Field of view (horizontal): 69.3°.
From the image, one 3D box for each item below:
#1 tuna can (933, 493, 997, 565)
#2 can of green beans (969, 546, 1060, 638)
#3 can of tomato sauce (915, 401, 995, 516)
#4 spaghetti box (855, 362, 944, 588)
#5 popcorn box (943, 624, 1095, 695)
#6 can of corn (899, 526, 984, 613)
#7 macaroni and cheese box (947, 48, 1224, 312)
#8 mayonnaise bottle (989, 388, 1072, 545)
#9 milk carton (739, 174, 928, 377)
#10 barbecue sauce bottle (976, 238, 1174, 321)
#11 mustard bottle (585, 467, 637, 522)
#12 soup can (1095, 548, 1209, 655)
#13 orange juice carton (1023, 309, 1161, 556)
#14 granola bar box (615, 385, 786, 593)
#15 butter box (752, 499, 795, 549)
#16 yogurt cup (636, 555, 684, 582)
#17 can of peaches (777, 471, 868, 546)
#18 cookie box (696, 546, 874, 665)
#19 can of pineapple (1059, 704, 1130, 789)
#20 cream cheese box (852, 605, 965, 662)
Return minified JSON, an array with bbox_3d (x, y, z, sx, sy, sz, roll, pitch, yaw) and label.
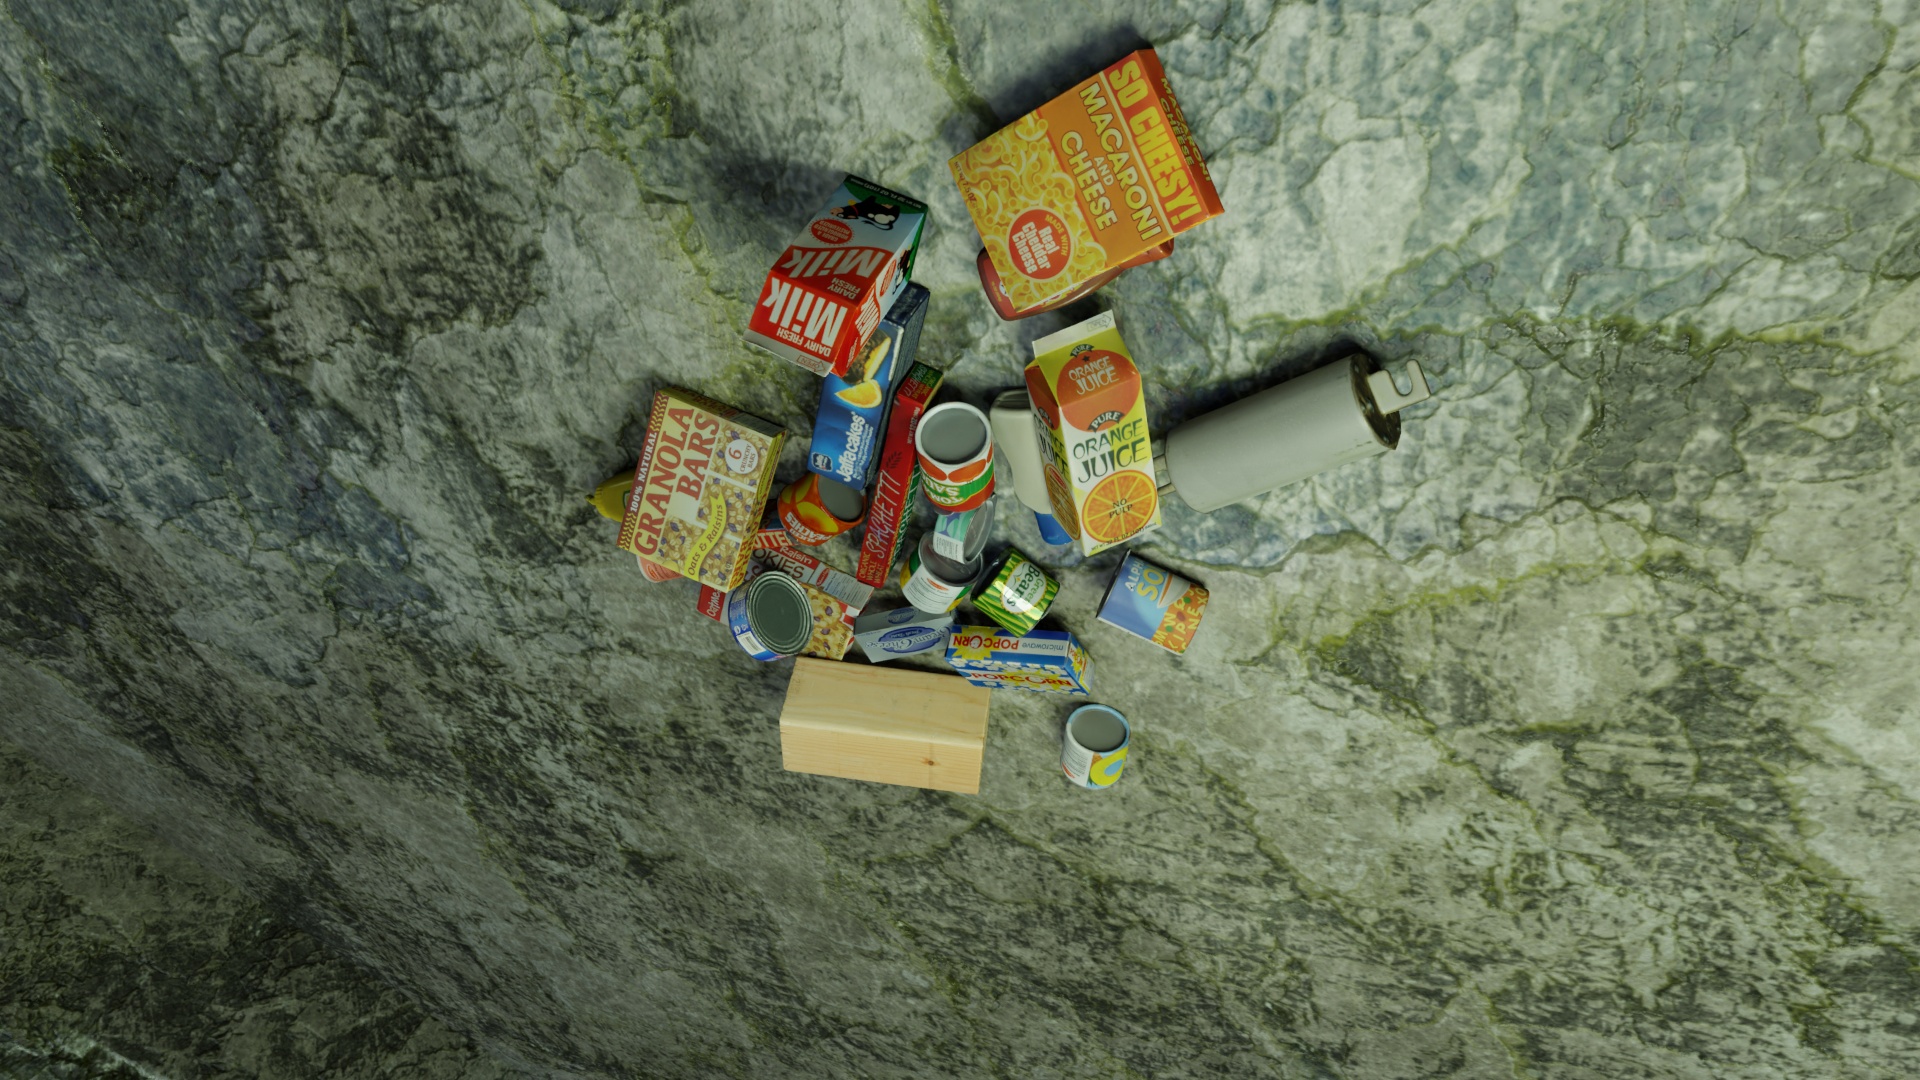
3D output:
[{"bbox_3d":[0.005,-0.016,1.265,0.033,0.071,0.070,21,136,18],"label":"tuna can"},{"bbox_3d":[0.050,0.048,1.300,0.058,0.071,0.071,38,136,-9],"label":"can of green beans"},{"bbox_3d":[-0.005,-0.070,1.196,0.071,0.071,0.082,17,156,11],"label":"can of tomato sauce"},{"bbox_3d":[-0.058,-0.052,1.271,0.029,0.050,0.248,23,136,7],"label":"spaghetti box"},{"bbox_3d":[0.059,0.117,1.357,0.126,0.038,0.085,2,157,24],"label":"popcorn box"},{"bbox_3d":[-0.017,0.026,1.313,0.071,0.071,0.058,32,142,-4],"label":"can of corn"},{"bbox_3d":[0.087,-0.253,0.988,0.166,0.040,0.123,-21,96,34],"label":"macaroni and cheese box"},{"bbox_3d":[0.072,-0.062,1.206,0.065,0.041,0.147,2,132,25],"label":"mayonnaise bottle"},{"bbox_3d":[-0.095,-0.192,1.057,0.072,0.192,0.073,23,136,5],"label":"milk carton"},{"bbox_3d":[0.088,-0.214,1.054,0.148,0.044,0.064,-11,115,33],"label":"barbecue sauce bottle"},{"bbox_3d":[-0.321,-0.044,1.409,0.160,0.049,0.065,-4,122,29],"label":"mustard bottle"},{"bbox_3d":[0.173,0.055,1.247,0.084,0.072,0.071,24,136,3],"label":"soup can"},{"bbox_3d":[0.104,-0.090,1.118,0.072,0.073,0.191,-22,126,-11],"label":"orange juice carton"},{"bbox_3d":[-0.248,-0.049,1.323,0.124,0.039,0.165,22,108,10],"label":"granola bar box"},{"bbox_3d":[-0.188,-0.017,1.367,0.103,0.053,0.024,-5,126,30],"label":"butter box"},{"bbox_3d":[-0.296,0.009,1.437,0.054,0.073,0.072,-3,129,18],"label":"yogurt cup"},{"bbox_3d":[-0.130,-0.033,1.310,0.058,0.071,0.071,-26,115,39],"label":"can of peaches"},{"bbox_3d":[-0.186,0.061,1.447,0.167,0.040,0.122,26,137,2],"label":"cookie box"},{"bbox_3d":[0.138,0.208,1.407,0.071,0.071,0.057,16,135,12],"label":"can of pineapple"},{"bbox_3d":[-0.050,0.091,1.393,0.104,0.024,0.053,-12,139,14],"label":"cream cheese box"}]
